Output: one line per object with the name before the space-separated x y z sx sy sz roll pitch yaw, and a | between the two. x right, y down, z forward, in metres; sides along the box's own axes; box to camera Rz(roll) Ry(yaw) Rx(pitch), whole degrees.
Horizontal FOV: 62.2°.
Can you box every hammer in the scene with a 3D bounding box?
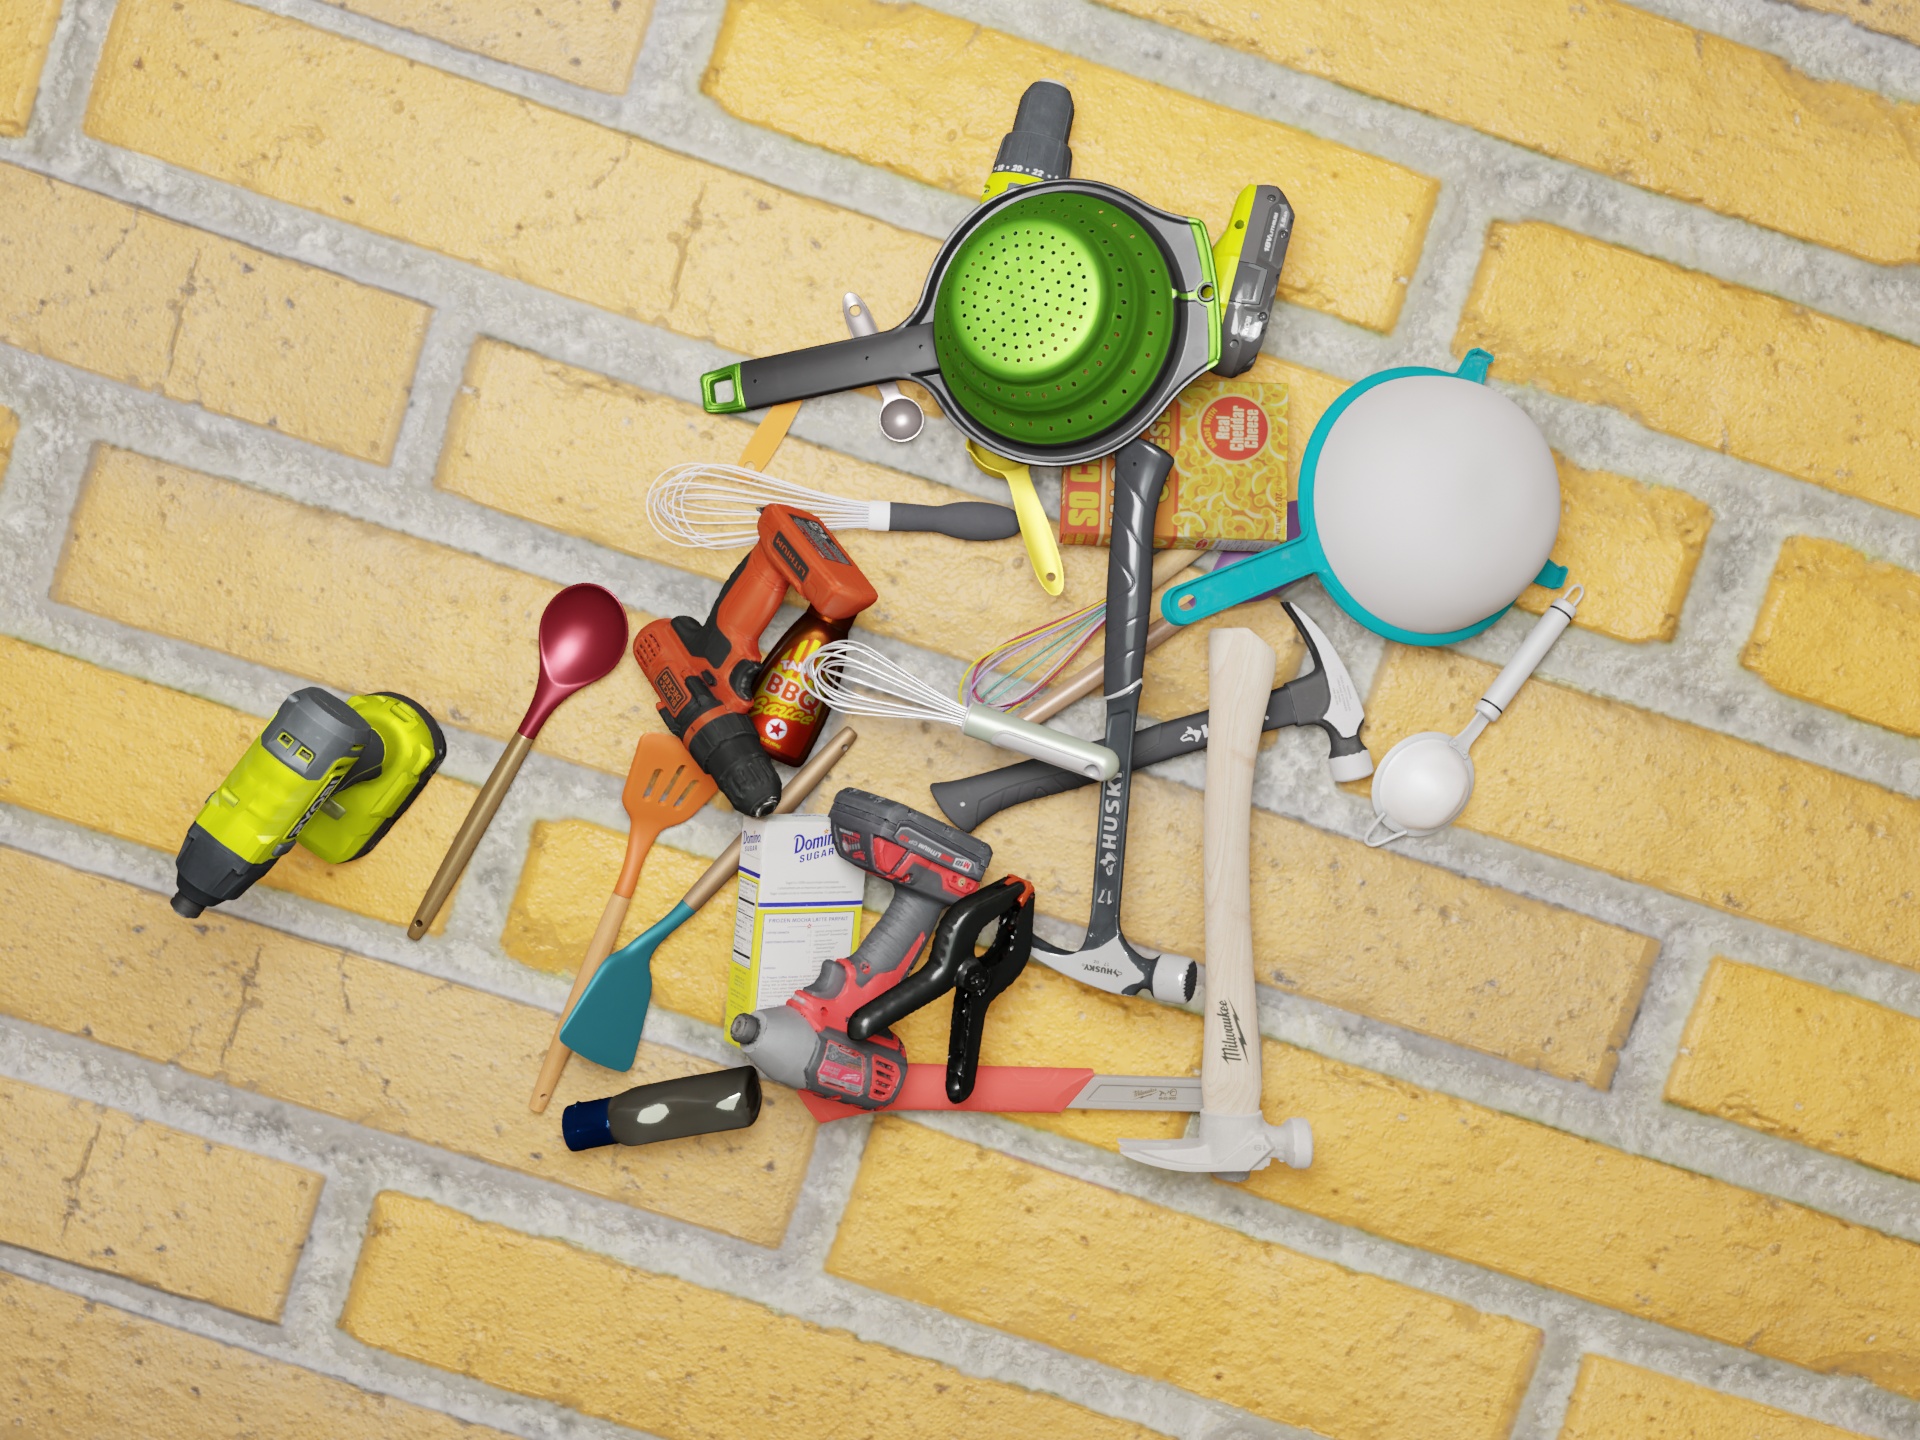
hammer | 0.192 0.136 1.197 0.146 0.038 0.410 0 94 0
hammer | 0.140 0.015 1.225 0.335 0.035 0.146 -16 94 1
hammer | 0.054 0.278 1.240 0.359 0.037 0.149 2 94 -1
hammer | 0.113 -0.003 1.164 0.149 0.036 0.409 7 97 26

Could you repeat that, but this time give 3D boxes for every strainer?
strainer | 0.401 -0.002 1.223 0.086 0.050 0.258 37 89 -21
strainer | 0.304 -0.139 1.136 0.340 0.095 0.211 -22 95 -19

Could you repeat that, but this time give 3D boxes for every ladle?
ladle | -0.347 0.034 1.226 0.069 0.031 0.315 31 95 0

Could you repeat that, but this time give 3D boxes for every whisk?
whisk | -0.094 -0.156 1.204 0.284 0.070 0.070 3 94 -5
whisk | -0.002 -0.004 1.158 0.246 0.057 0.059 19 49 10
whisk | 0.100 -0.081 1.215 0.245 0.051 0.047 -36 88 -1

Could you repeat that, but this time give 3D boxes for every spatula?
spatula | -0.184 0.129 1.220 0.317 0.044 0.082 -48 137 -2
spatula | 0.156 -0.073 1.222 0.316 0.018 0.060 -34 91 -2
spatula | -0.268 0.159 1.226 0.081 0.041 0.322 20 96 -28

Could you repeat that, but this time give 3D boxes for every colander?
colander | -0.021 -0.272 1.122 0.397 0.094 0.204 -7 89 18

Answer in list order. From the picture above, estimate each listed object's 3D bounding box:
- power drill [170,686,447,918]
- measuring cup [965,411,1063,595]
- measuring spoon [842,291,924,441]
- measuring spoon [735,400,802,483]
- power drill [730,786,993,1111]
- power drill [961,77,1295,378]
power drill | -0.461 0.053 1.127 0.080 0.223 0.171 38 93 -2
measuring cup | 0.048 -0.165 1.200 0.062 0.029 0.156 -17 82 -4
measuring spoon | -0.062 -0.270 1.217 0.034 0.018 0.124 -23 87 1
measuring spoon | -0.138 -0.231 1.220 0.021 0.011 0.117 33 96 -2
power drill | -0.076 0.169 1.170 0.143 0.079 0.220 27 82 -35
power drill | 0.123 -0.359 1.178 0.228 0.080 0.190 14 94 4
